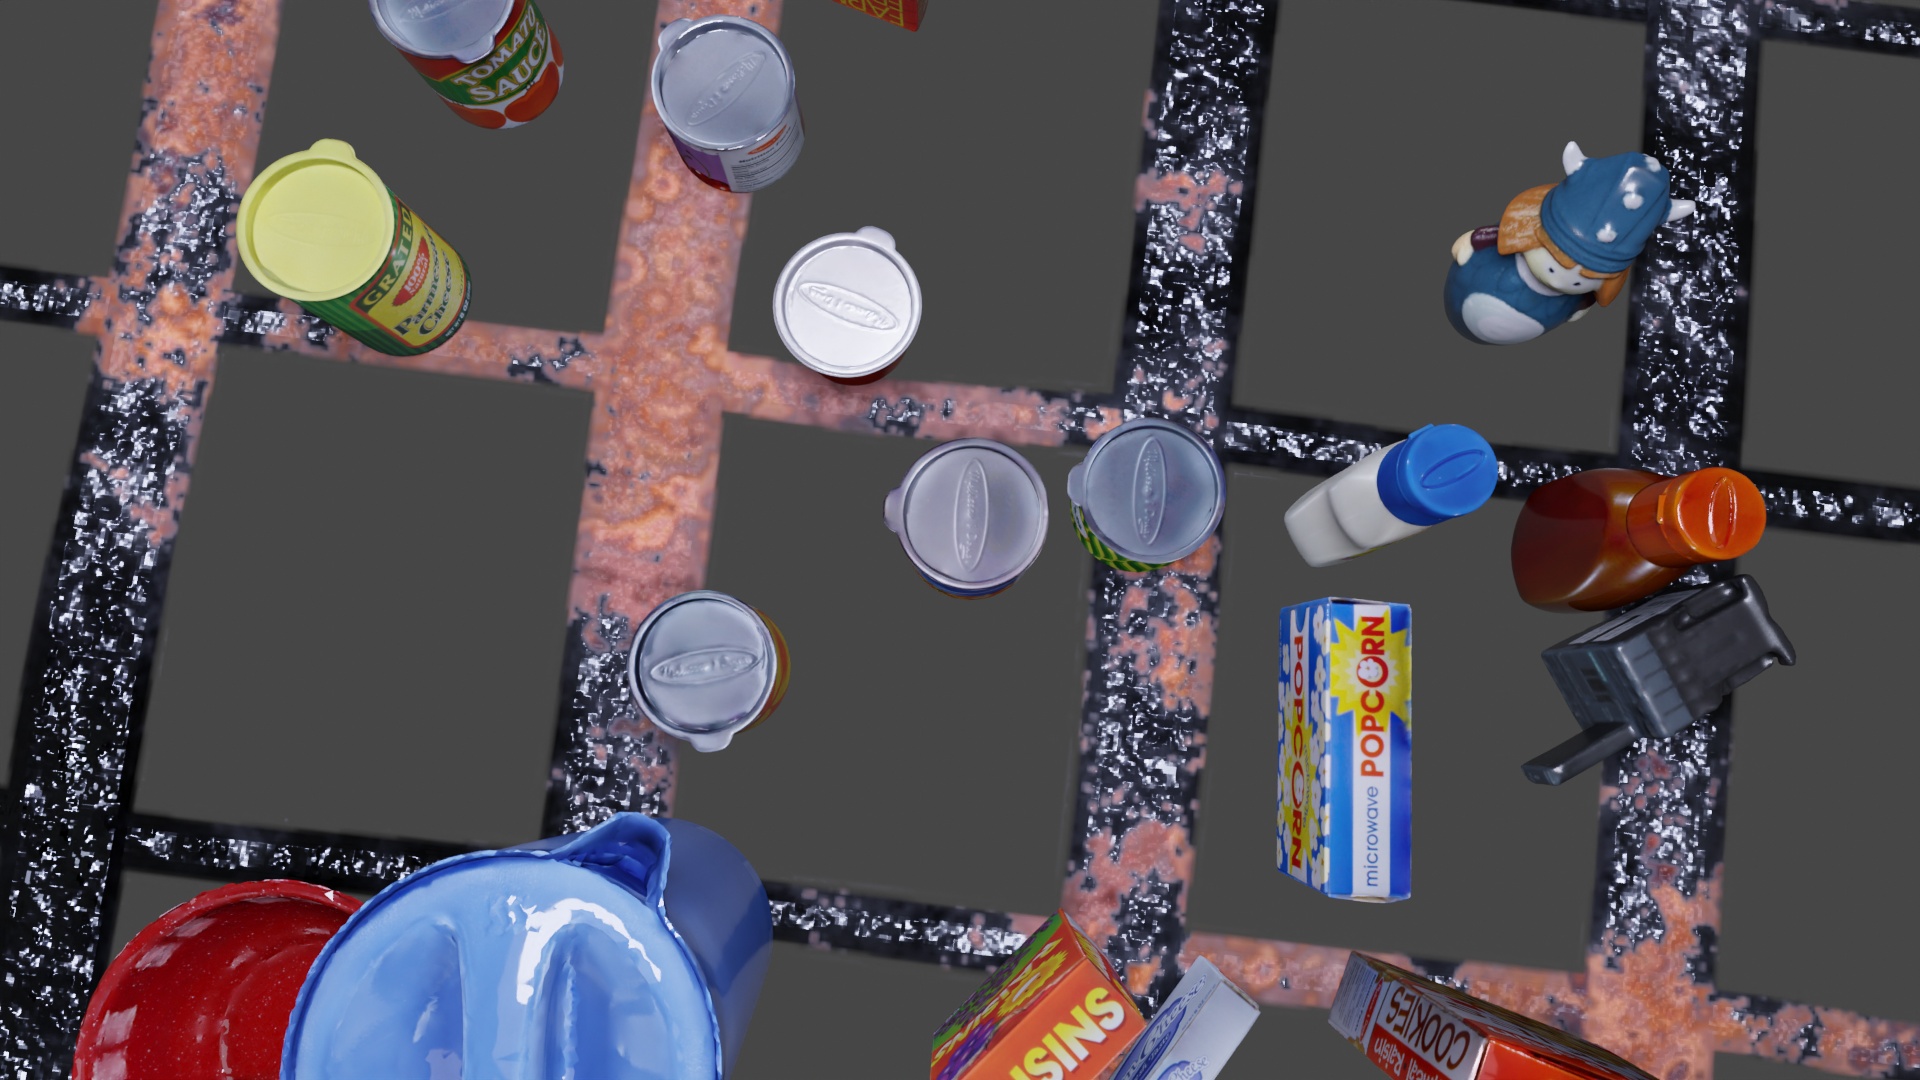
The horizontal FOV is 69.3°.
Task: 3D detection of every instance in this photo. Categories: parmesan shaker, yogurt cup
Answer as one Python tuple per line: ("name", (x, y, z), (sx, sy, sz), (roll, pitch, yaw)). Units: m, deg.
("parmesan shaker", (-0.271, -0.130, 0.635), (0.071, 0.103, 0.071), (0, 84, 0))
("yogurt cup", (-0.052, -0.106, 0.659), (0.072, 0.054, 0.072), (0, 84, 0))

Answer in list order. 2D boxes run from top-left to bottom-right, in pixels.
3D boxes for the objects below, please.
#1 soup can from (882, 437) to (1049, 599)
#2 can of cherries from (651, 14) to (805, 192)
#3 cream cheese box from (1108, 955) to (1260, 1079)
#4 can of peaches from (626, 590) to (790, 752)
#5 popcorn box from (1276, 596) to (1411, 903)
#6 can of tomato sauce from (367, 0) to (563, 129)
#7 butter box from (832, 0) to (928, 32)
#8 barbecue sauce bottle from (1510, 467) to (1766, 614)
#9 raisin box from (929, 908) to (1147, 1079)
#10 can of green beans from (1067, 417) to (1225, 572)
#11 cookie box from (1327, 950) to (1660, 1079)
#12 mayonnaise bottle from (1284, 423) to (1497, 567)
("soup can", (0.002, -0.008, 0.633), (0.071, 0.083, 0.071), (0, 84, 0))
("can of cherries", (-0.111, -0.211, 0.669), (0.071, 0.058, 0.071), (0, 84, 0))
("cream cheese box", (0.090, 0.239, 0.621), (0.024, 0.053, 0.104), (38, 85, 3))
("can of peaches", (-0.113, 0.060, 0.637), (0.071, 0.058, 0.071), (0, 84, 0))
("popcorn box", (0.170, 0.092, 0.623), (0.038, 0.085, 0.127), (2, 84, 0))
("can of tomato sauce", (-0.230, -0.240, 0.659), (0.071, 0.083, 0.071), (0, 84, 0))
("butter box", (-0.065, -0.288, 0.681), (0.103, 0.053, 0.024), (21, 84, 2))
("barbecue sauce bottle", (0.289, -0.003, 0.603), (0.044, 0.148, 0.065), (9, 84, 1))
("raisin box", (0.030, 0.207, 0.589), (0.086, 0.123, 0.040), (-43, 86, -5))
("can of green beans", (0.086, -0.020, 0.649), (0.071, 0.058, 0.071), (0, 84, 0))
("cookie box", (0.235, 0.221, 0.567), (0.123, 0.167, 0.040), (21, 84, 2))
("mayonnaise bottle", (0.188, -0.019, 0.604), (0.065, 0.148, 0.041), (-26, 85, -3))
